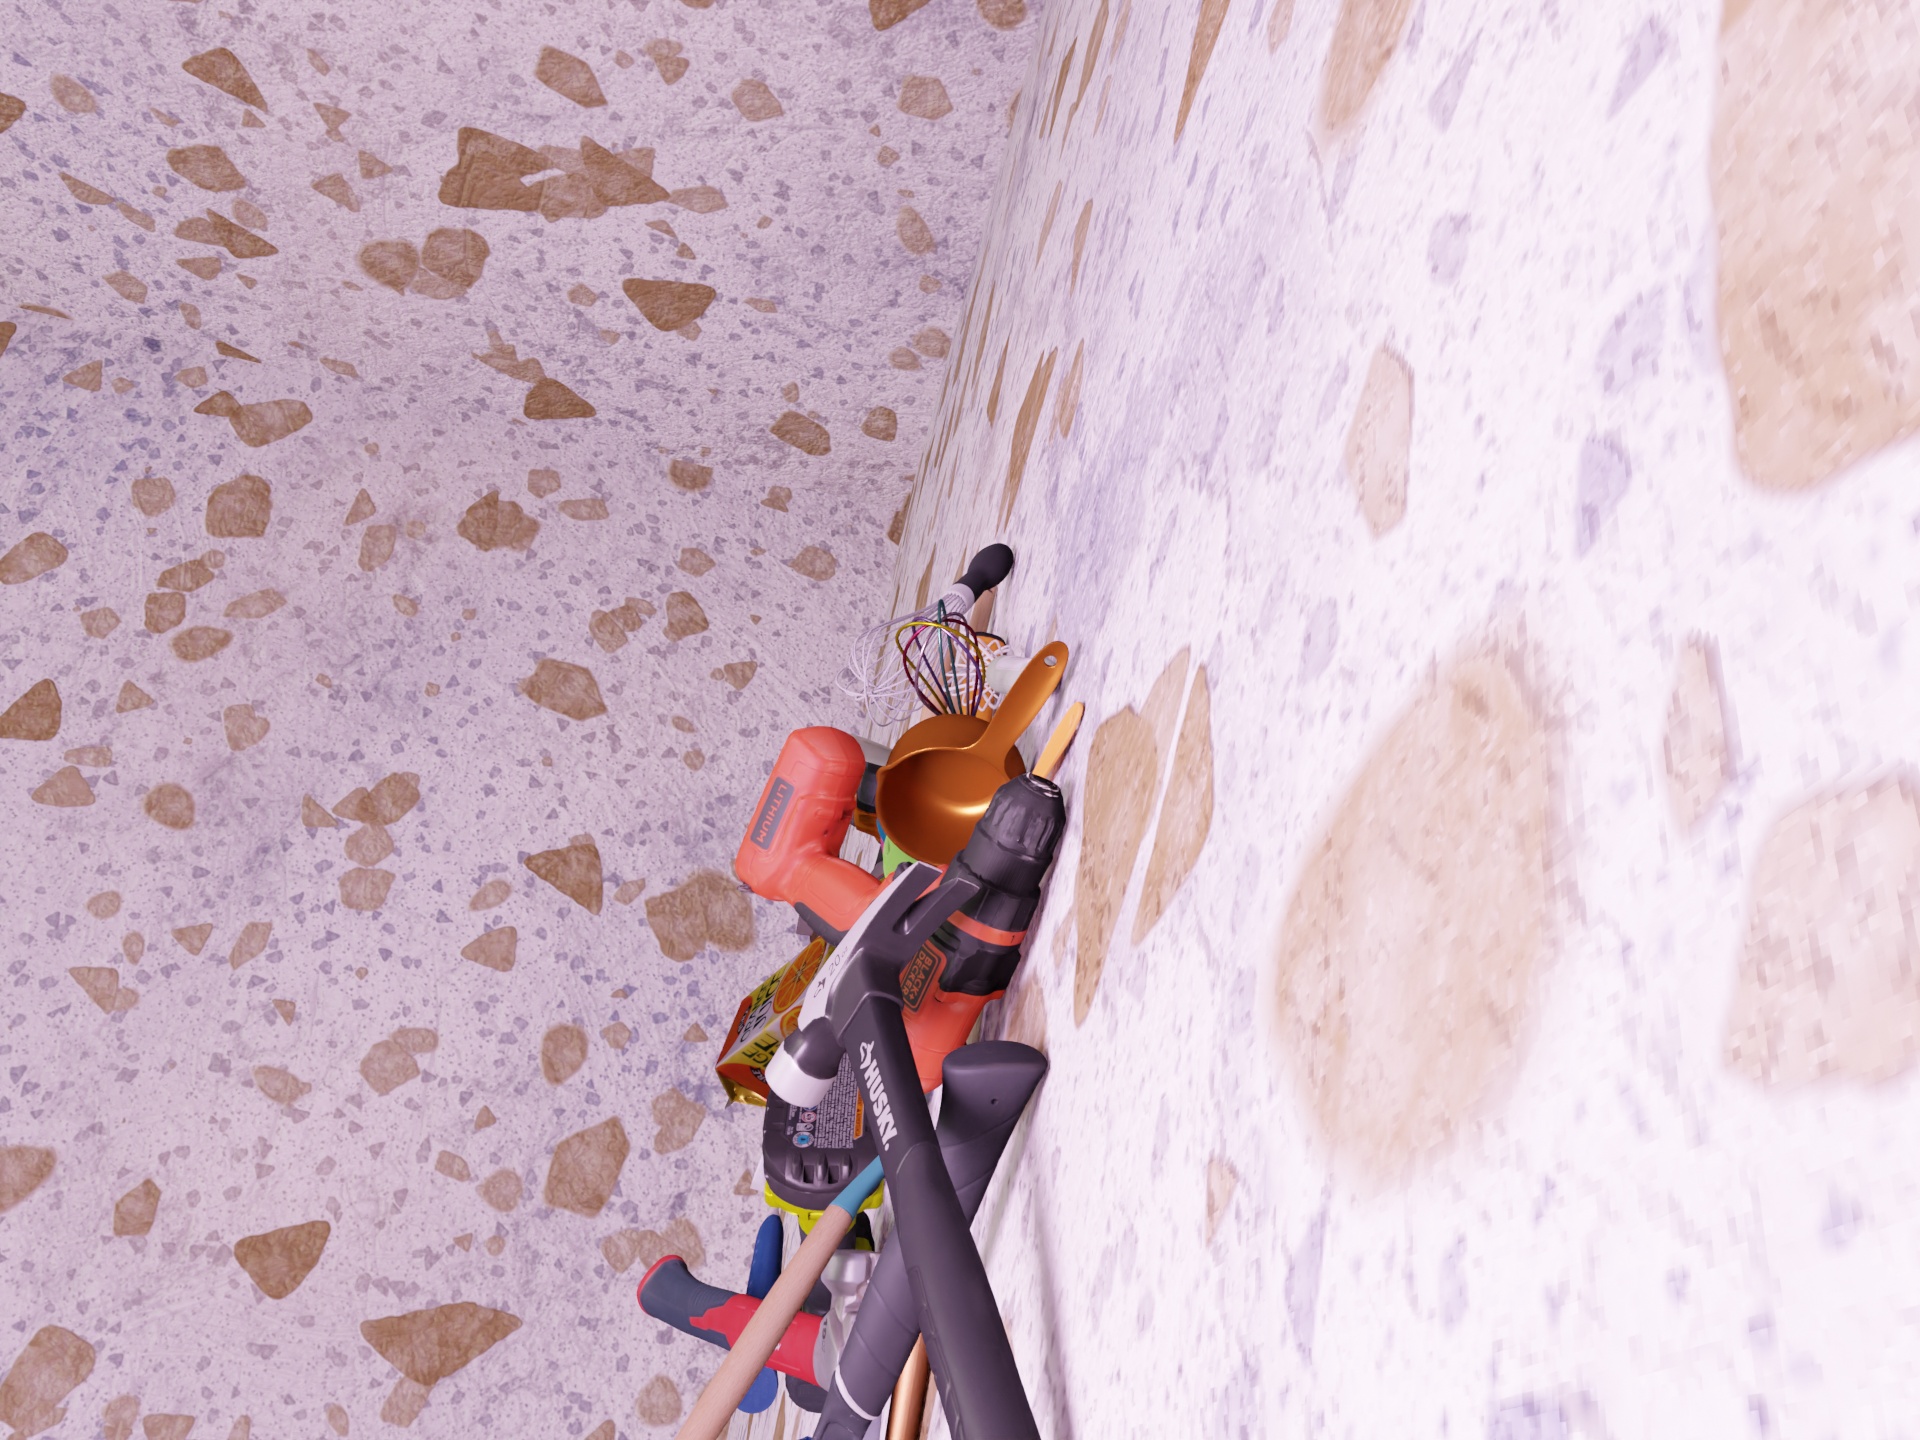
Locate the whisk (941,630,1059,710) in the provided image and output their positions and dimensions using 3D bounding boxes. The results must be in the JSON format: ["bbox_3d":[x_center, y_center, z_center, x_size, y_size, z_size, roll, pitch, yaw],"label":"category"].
[{"bbox_3d":[0.027,-0.031,1.029,0.246,0.058,0.059,-165,53,-80],"label":"whisk"}]

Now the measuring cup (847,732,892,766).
[{"bbox_3d":[-0.035,0.043,1.004,0.167,0.083,0.038,25,-130,-52],"label":"measuring cup"}]

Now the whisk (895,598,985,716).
[{"bbox_3d":[-0.003,-0.004,1.007,0.244,0.047,0.051,77,179,-63],"label":"whisk"}]

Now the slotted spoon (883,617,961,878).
[{"bbox_3d":[-0.024,0.014,1.183,0.314,0.031,0.070,-80,-5,-47],"label":"slotted spoon"}]

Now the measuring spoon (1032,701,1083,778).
[{"bbox_3d":[0.050,0.026,0.867,0.116,0.011,0.021,116,165,-52],"label":"measuring spoon"}]

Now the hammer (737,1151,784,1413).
[{"bbox_3d":[-0.148,0.399,1.251,0.406,0.035,0.144,-100,24,-76],"label":"hammer"}]

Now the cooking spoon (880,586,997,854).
[{"bbox_3d":[-0.006,0.002,1.272,0.017,0.068,0.319,-43,25,46],"label":"cooking spoon"}]

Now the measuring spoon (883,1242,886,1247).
[{"bbox_3d":[-0.048,0.394,1.020,0.034,0.018,0.124,-93,10,-77],"label":"measuring spoon"}]

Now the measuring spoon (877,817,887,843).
[{"bbox_3d":[-0.038,0.109,1.136,0.021,0.042,0.129,-35,36,27],"label":"measuring spoon"}]

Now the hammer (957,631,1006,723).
[{"bbox_3d":[-0.006,0.086,1.138,0.127,0.034,0.337,113,168,-66],"label":"hammer"}]

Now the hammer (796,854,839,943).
[{"bbox_3d":[-0.117,0.146,1.355,0.331,0.031,0.130,102,172,-68],"label":"hammer"}]

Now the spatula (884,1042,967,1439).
[{"bbox_3d":[-0.025,0.288,0.867,0.081,0.041,0.323,128,153,-71],"label":"spatula"}]

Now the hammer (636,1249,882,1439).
[{"bbox_3d":[-0.137,0.394,0.994,0.386,0.038,0.143,-27,54,60],"label":"hammer"}]

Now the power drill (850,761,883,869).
[{"bbox_3d":[-0.063,0.145,1.367,0.164,0.084,0.226,-106,25,-79],"label":"power drill"}]

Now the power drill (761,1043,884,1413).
[{"bbox_3d":[-0.089,0.333,1.090,0.171,0.080,0.223,-90,2,-59],"label":"power drill"}]

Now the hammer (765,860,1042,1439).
[{"bbox_3d":[-0.012,0.188,0.640,0.146,0.035,0.335,-57,25,15],"label":"hammer"}]

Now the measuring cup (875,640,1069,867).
[{"bbox_3d":[0.017,0.009,0.926,0.173,0.095,0.052,-56,10,30],"label":"measuring cup"}]

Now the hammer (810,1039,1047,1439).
[{"bbox_3d":[-0.051,0.334,0.745,0.036,0.149,0.409,-117,49,-77],"label":"hammer"}]

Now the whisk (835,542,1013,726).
[{"bbox_3d":[-0.014,-0.078,1.182,0.285,0.070,0.070,-51,-19,-56],"label":"whisk"}]

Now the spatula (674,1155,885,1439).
[{"bbox_3d":[-0.085,0.273,0.829,0.318,0.044,0.082,-52,-12,-41],"label":"spatula"}]
